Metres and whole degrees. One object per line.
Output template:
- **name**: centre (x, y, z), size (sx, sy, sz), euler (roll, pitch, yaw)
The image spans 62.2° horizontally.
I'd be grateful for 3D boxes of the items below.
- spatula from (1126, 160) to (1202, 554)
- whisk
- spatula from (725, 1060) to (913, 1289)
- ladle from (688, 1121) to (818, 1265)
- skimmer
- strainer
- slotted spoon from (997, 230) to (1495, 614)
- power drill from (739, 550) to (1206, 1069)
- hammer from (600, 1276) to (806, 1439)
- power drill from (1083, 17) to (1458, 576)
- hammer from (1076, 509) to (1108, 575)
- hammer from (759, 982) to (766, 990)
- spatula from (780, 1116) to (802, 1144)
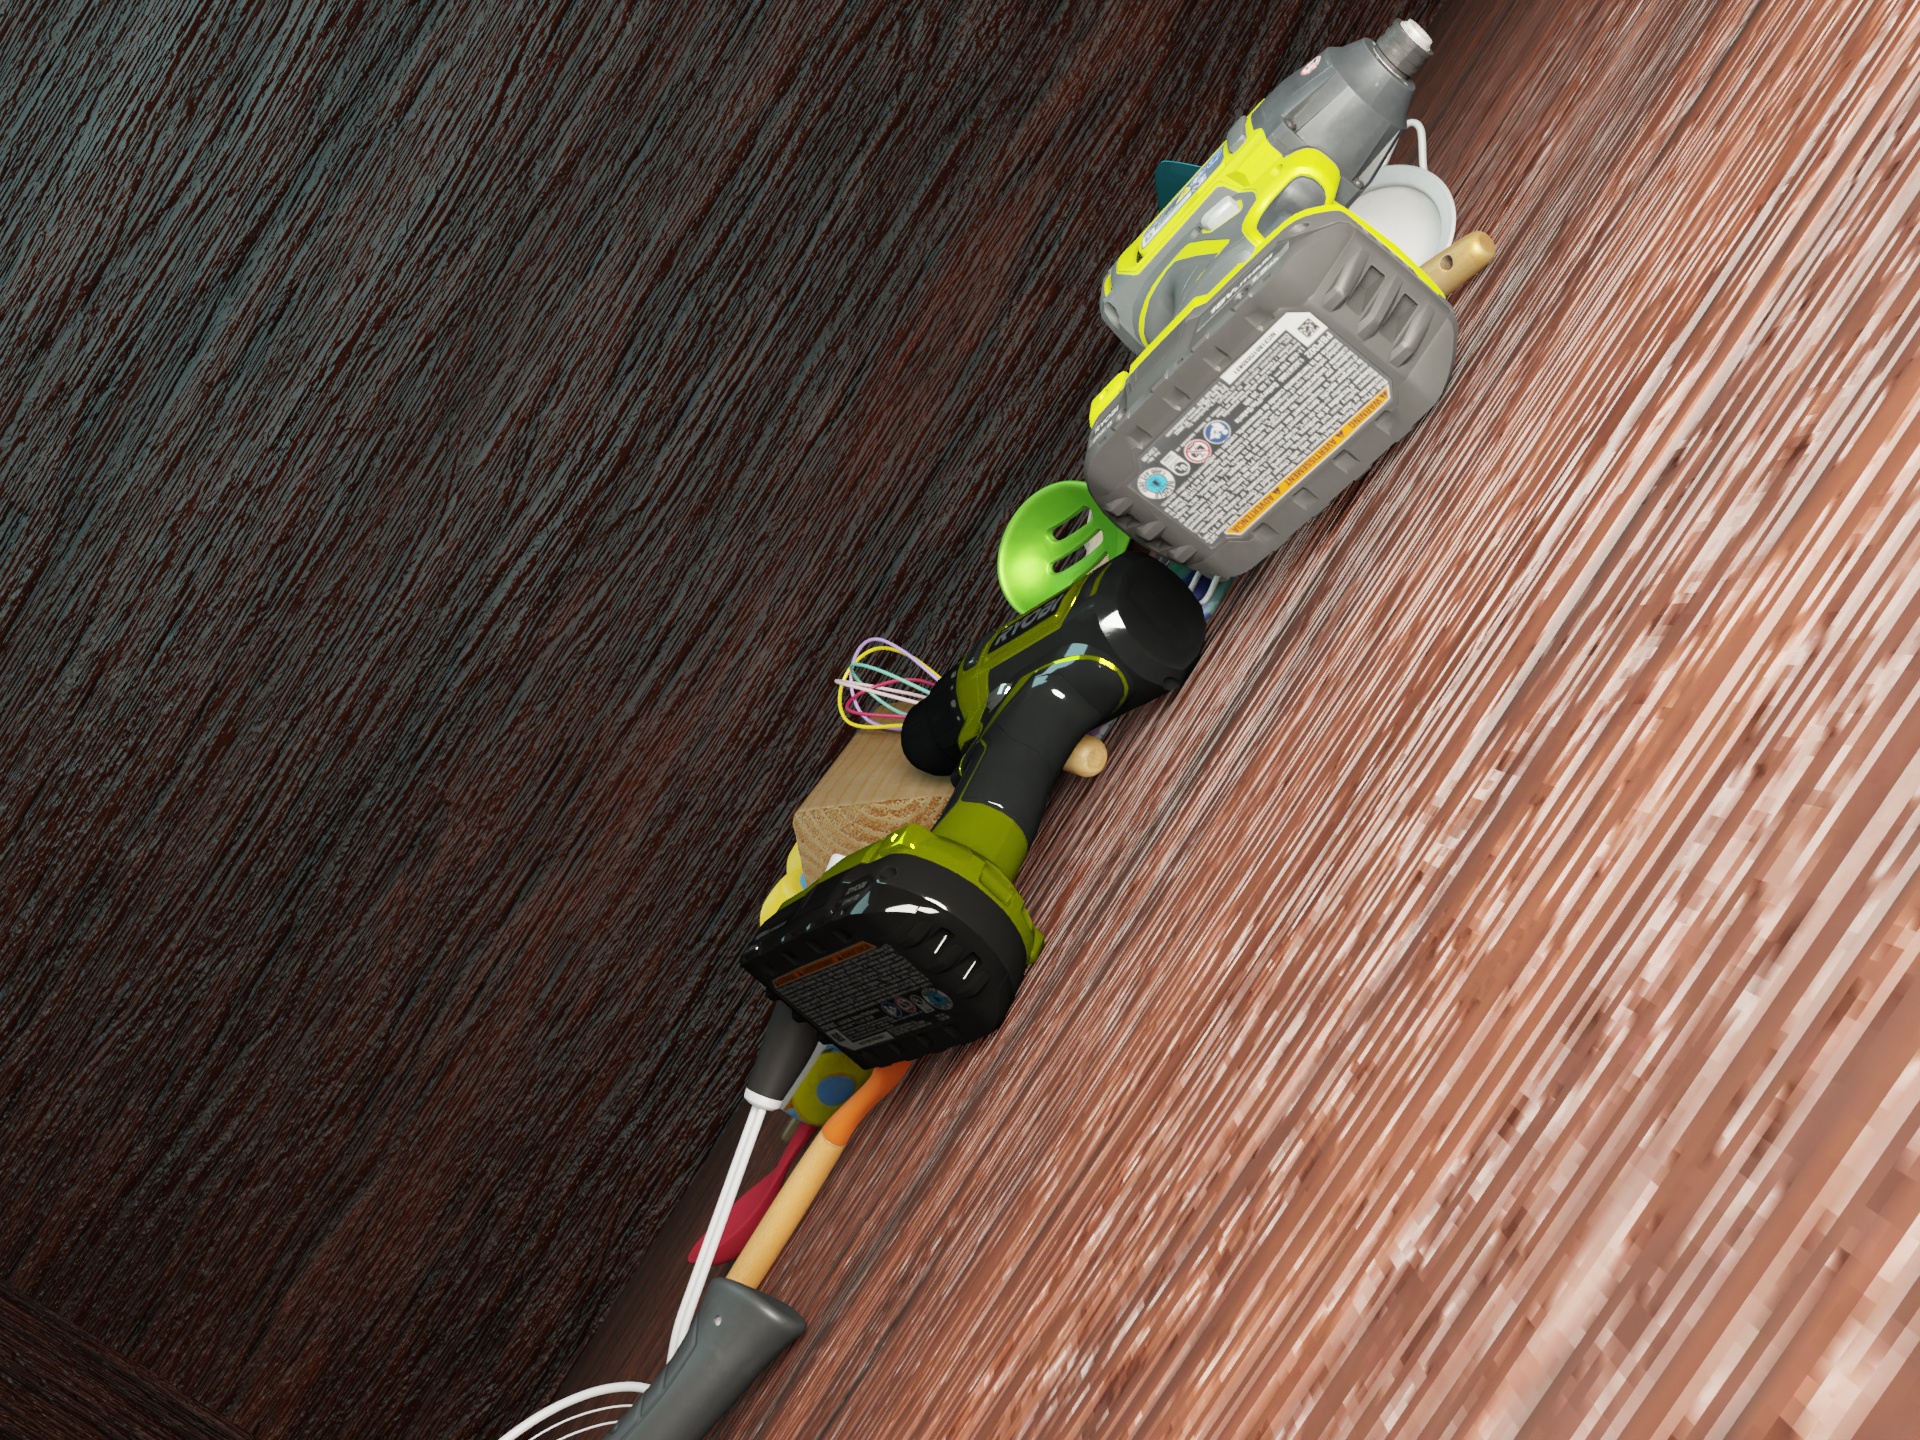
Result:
- **spatula**: centre (0.088, -0.114, 0.806), size (0.044, 0.082, 0.317), euler (0, -64, -42)
- **whisk**: centre (-0.002, -0.001, 0.887), size (0.047, 0.051, 0.245), euler (-40, 31, -21)
- **spatula**: centre (-0.082, 0.227, 0.832), size (0.081, 0.041, 0.322), euler (-5, -49, -56)
- **ladle**: centre (-0.075, 0.226, 1.016), size (0.315, 0.031, 0.069), euler (-56, 3, 5)
- **skimmer**: centre (-0.138, 0.225, 0.731), size (0.127, 0.090, 0.363), euler (3, 71, 62)
- **strainer**: centre (0.166, -0.163, 0.749), size (0.087, 0.050, 0.258), euler (19, 77, 44)
- **slotted spoon**: centre (0.115, -0.125, 0.718), size (0.031, 0.070, 0.313), euler (-11, -14, -37)
- **power drill**: centre (0.000, 0.038, 0.711), size (0.190, 0.080, 0.229), euler (-29, 22, 49)
- **hammer**: centre (-0.178, 0.352, 0.613), size (0.335, 0.035, 0.146), euler (-49, 39, -1)
- **power drill**: centre (0.121, -0.174, 0.620), size (0.171, 0.080, 0.223), euler (-43, 22, 36)
- **hammer**: centre (0.101, -0.134, 1.067), size (0.411, 0.038, 0.146), euler (-69, -13, -76)
- **hammer**: centre (-0.075, 0.136, 1.258), size (0.409, 0.036, 0.149), euler (-29, -39, -75)
- **spatula**: centre (-0.036, 0.168, 1.106), size (0.316, 0.018, 0.060), euler (-56, -4, 8)
